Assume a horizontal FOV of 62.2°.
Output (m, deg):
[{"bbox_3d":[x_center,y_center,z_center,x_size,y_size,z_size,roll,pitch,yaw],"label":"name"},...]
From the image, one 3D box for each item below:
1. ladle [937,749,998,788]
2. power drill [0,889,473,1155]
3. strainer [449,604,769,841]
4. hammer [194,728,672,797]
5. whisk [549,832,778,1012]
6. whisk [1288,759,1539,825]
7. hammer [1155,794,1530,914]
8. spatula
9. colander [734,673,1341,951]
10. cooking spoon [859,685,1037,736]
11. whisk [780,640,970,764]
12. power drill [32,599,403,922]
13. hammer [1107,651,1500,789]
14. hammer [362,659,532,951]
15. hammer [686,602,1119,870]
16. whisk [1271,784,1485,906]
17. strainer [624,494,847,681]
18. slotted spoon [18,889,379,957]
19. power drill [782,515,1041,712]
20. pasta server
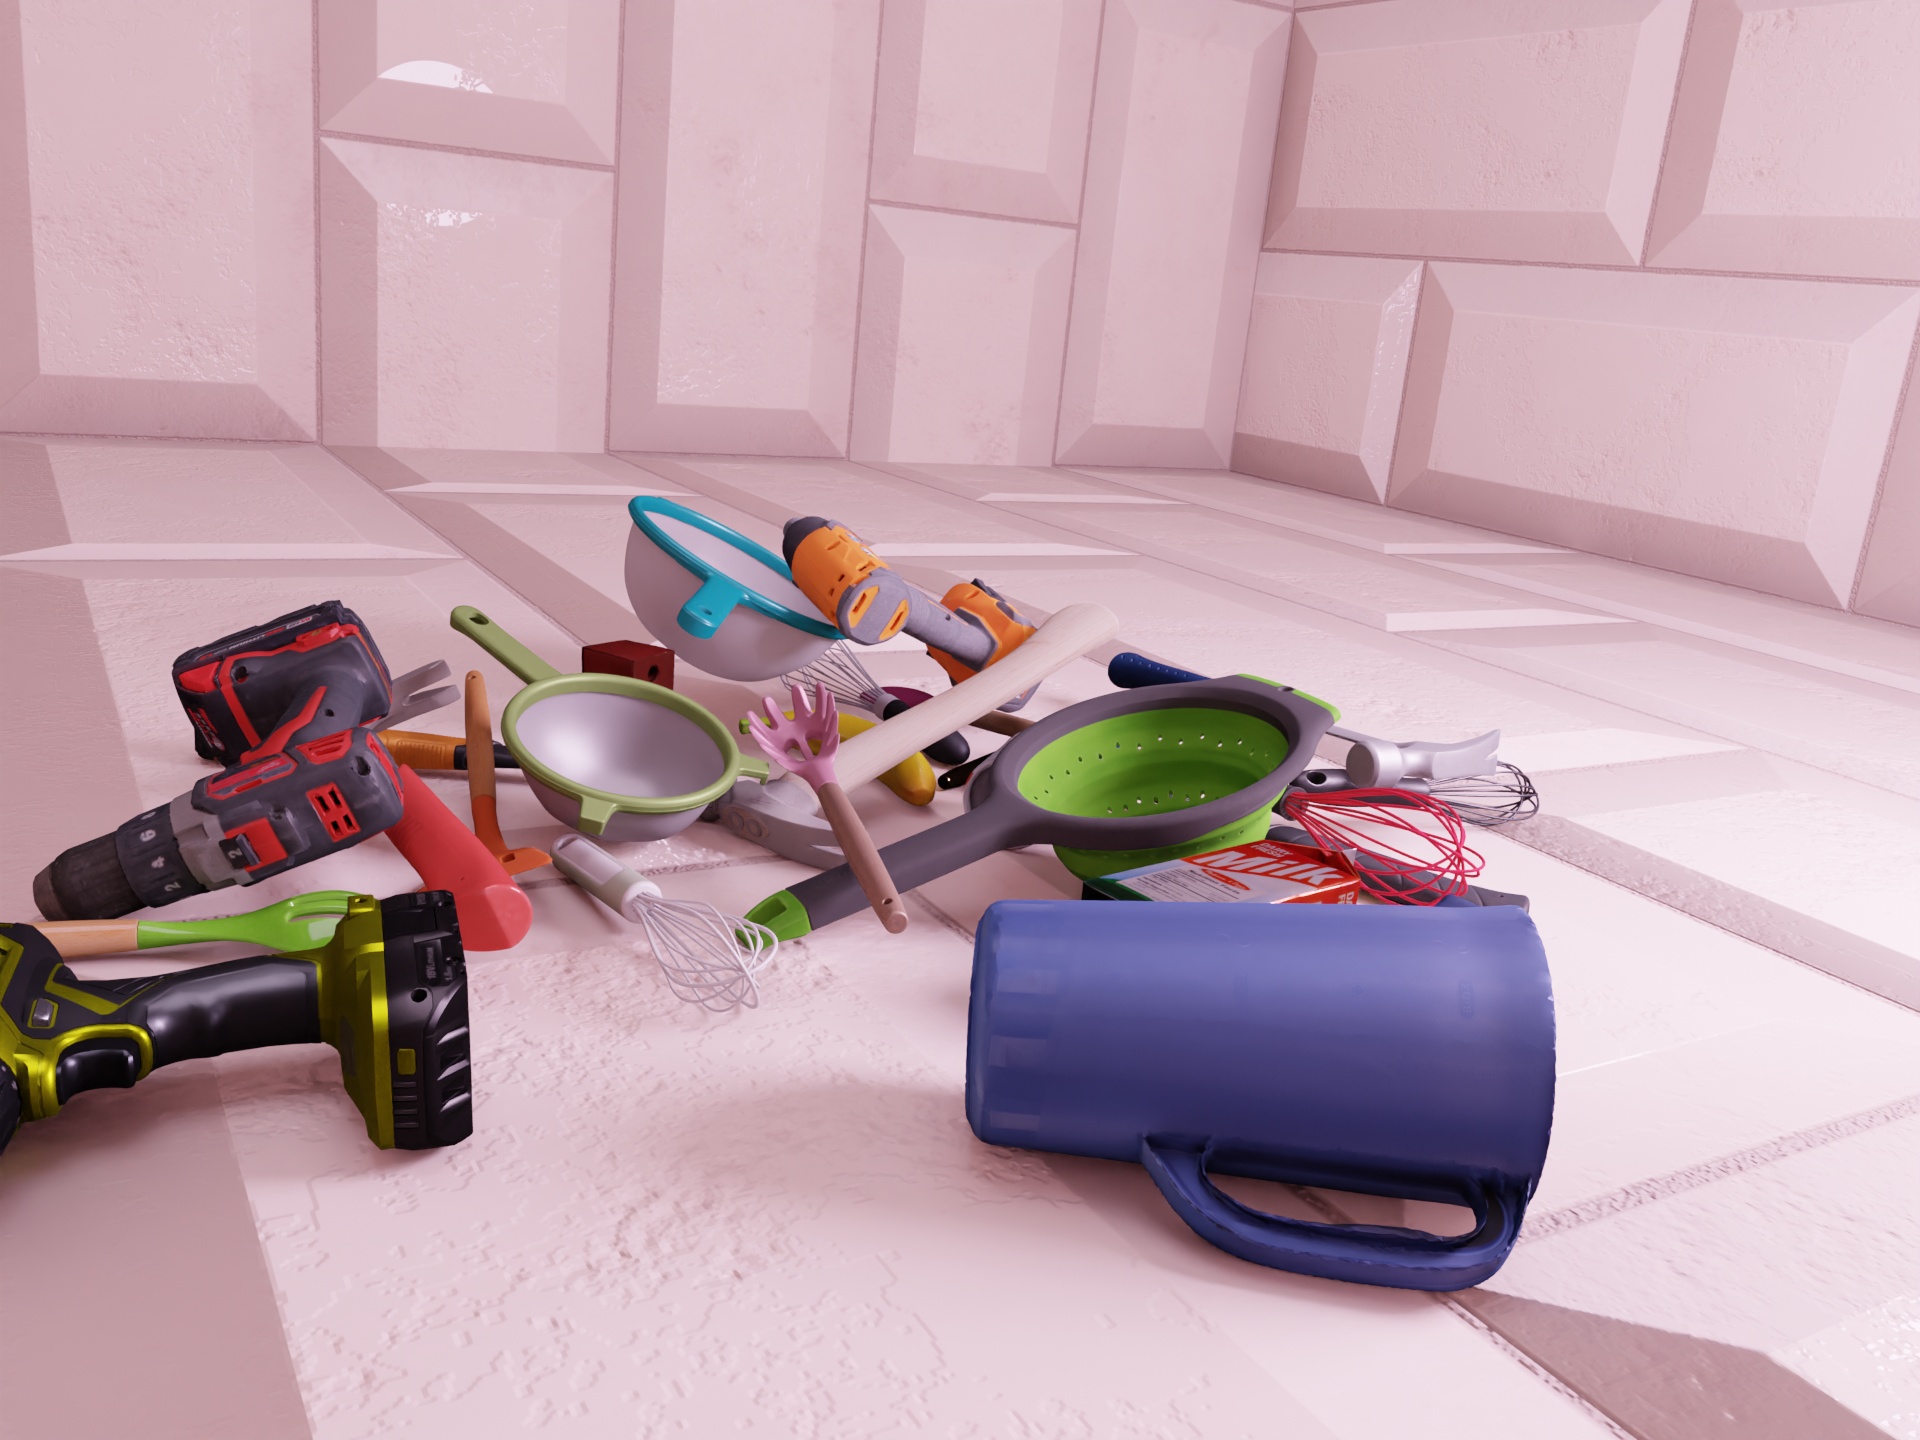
[{"bbox_3d":[0.078,0.016,1.314,0.069,0.031,0.315,16,20,33],"label":"ladle"},{"bbox_3d":[-0.320,0.136,0.646,0.228,0.080,0.191,-3,17,-21],"label":"power drill"},{"bbox_3d":[-0.260,0.009,1.044,0.257,0.069,0.151,34,31,29],"label":"strainer"},{"bbox_3d":[-0.364,0.020,1.126,0.337,0.034,0.127,5,16,-4],"label":"hammer"},{"bbox_3d":[-0.173,0.102,0.878,0.058,0.059,0.246,-35,30,-25],"label":"whisk"},{"bbox_3d":[0.344,0.051,1.197,0.238,0.055,0.055,4,14,-27],"label":"whisk"},{"bbox_3d":[0.206,0.077,1.121,0.409,0.036,0.149,20,22,40],"label":"hammer"},{"bbox_3d":[-0.307,0.034,1.014,0.081,0.041,0.323,-17,31,-10],"label":"spatula"},{"bbox_3d":[0.055,0.085,0.974,0.397,0.094,0.205,-21,24,-22],"label":"colander"},{"bbox_3d":[0.002,-0.006,1.317,0.068,0.017,0.319,-3,9,-29],"label":"cooking spoon"},{"bbox_3d":[-0.079,-0.021,1.345,0.070,0.070,0.285,-5,23,-35],"label":"whisk"},{"bbox_3d":[-0.415,0.027,0.910,0.188,0.080,0.227,-22,30,-8],"label":"power drill"},{"bbox_3d":[0.249,-0.007,1.273,0.144,0.035,0.406,-2,12,-27],"label":"hammer"},{"bbox_3d":[-0.317,0.047,0.933,0.149,0.036,0.359,-30,30,-24],"label":"hammer"},{"bbox_3d":[-0.002,-0.004,1.170,0.146,0.038,0.410,18,33,35],"label":"hammer"},{"bbox_3d":[0.231,0.060,1.042,0.073,0.073,0.296,-2,12,-25],"label":"whisk"},{"bbox_3d":[-0.197,-0.077,1.246,0.211,0.095,0.340,31,12,-7],"label":"strainer"},{"bbox_3d":[-0.438,0.109,0.792,0.313,0.031,0.070,-1,17,-19],"label":"slotted spoon"},{"bbox_3d":[-0.044,-0.097,1.315,0.226,0.084,0.164,23,16,-42],"label":"power drill"},{"bbox_3d":[-0.077,0.047,0.959,0.060,0.040,0.316,-23,24,-7],"label":"pasta server"}]
